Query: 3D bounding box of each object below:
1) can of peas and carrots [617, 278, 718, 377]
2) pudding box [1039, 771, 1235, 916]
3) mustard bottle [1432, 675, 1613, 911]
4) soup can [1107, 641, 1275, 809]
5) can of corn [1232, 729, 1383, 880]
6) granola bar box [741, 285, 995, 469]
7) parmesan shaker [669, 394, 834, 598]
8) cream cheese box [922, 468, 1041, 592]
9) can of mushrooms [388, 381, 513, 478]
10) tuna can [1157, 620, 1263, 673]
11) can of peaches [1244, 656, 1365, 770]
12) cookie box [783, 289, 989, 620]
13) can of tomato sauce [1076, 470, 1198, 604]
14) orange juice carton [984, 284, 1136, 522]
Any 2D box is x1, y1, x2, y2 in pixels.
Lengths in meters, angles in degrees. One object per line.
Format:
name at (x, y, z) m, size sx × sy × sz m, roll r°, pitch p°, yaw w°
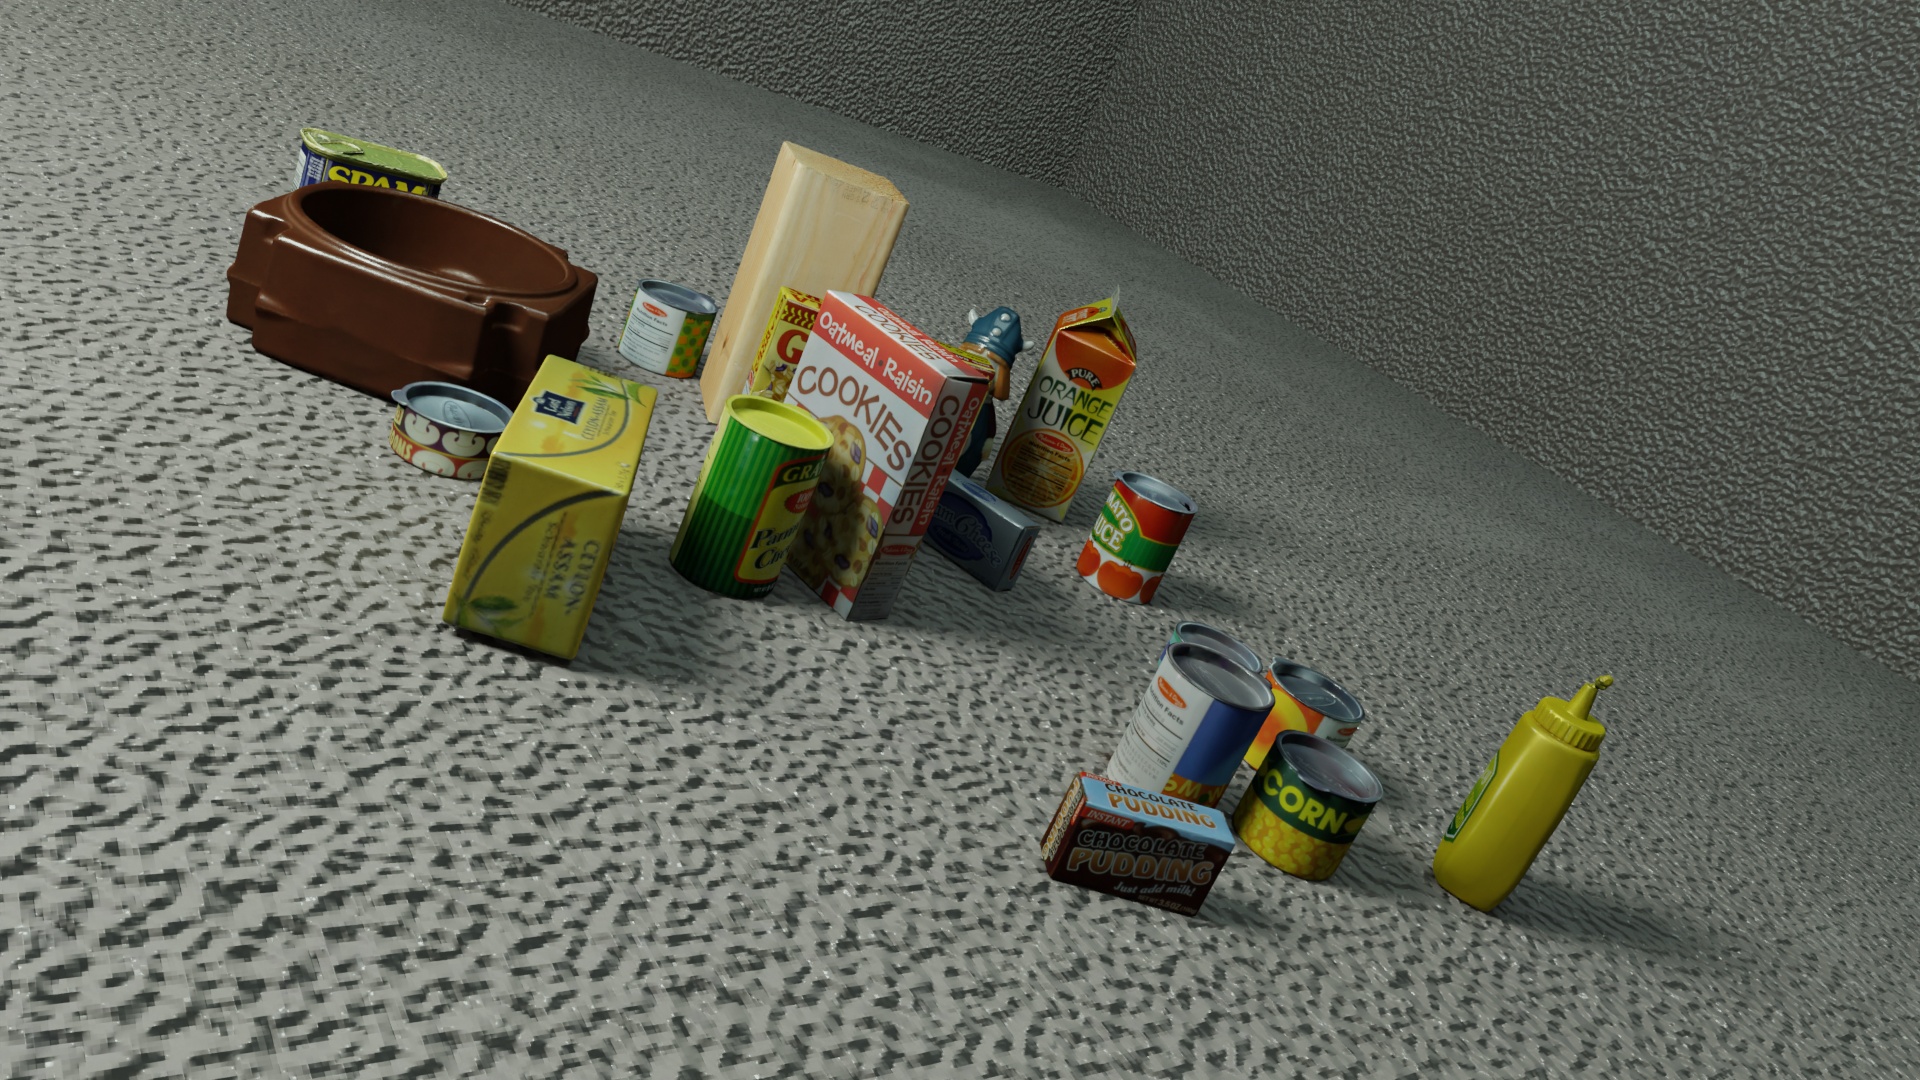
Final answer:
can of peas and carrots at (-0.234, -0.171, 1.119) m, size 0.071 × 0.058 × 0.071 m, roll 21°, pitch 20°, yaw -8°
pudding box at (0.088, 0.150, 0.690) m, size 0.084 × 0.049 × 0.030 m, roll 18°, pitch 21°, yaw -14°
mustard bottle at (0.338, 0.143, 0.823) m, size 0.049 × 0.159 × 0.065 m, roll 29°, pitch 21°, yaw 15°
soup can at (0.132, 0.110, 0.787) m, size 0.071 × 0.083 × 0.071 m, roll 21°, pitch 20°, yaw -8°
can of corn at (0.196, 0.152, 0.793) m, size 0.071 × 0.058 × 0.071 m, roll 21°, pitch 20°, yaw -8°
granola bar box at (-0.074, -0.101, 1.027) m, size 0.165 × 0.123 × 0.039 m, roll 17°, pitch 21°, yaw -18°
parmesan shaker at (-0.122, -0.026, 0.819) m, size 0.071 × 0.102 × 0.071 m, roll 21°, pitch 20°, yaw -8°
cream cheese box at (0.004, -0.012, 0.995) m, size 0.104 × 0.053 × 0.024 m, roll 35°, pitch 23°, yaw 28°
can of mushrooms at (-0.302, -0.066, 0.820) m, size 0.071 × 0.033 × 0.071 m, roll 21°, pitch 20°, yaw -8°
tuna can at (0.173, 0.088, 0.961) m, size 0.071 × 0.032 × 0.071 m, roll 21°, pitch 20°, yaw -8°
can of peaches at (0.216, 0.118, 0.896) m, size 0.071 × 0.058 × 0.071 m, roll 21°, pitch 20°, yaw -8°
cookie box at (-0.063, -0.054, 0.860) m, size 0.040 × 0.166 × 0.123 m, roll 1°, pitch 30°, yaw -47°
can of tomato sauce at (0.134, -0.003, 1.071) m, size 0.071 × 0.082 × 0.071 m, roll 21°, pitch 20°, yaw -8°
orange juice carton at (0.092, -0.120, 1.158) m, size 0.073 × 0.192 × 0.072 m, roll 23°, pitch 20°, yaw -1°
